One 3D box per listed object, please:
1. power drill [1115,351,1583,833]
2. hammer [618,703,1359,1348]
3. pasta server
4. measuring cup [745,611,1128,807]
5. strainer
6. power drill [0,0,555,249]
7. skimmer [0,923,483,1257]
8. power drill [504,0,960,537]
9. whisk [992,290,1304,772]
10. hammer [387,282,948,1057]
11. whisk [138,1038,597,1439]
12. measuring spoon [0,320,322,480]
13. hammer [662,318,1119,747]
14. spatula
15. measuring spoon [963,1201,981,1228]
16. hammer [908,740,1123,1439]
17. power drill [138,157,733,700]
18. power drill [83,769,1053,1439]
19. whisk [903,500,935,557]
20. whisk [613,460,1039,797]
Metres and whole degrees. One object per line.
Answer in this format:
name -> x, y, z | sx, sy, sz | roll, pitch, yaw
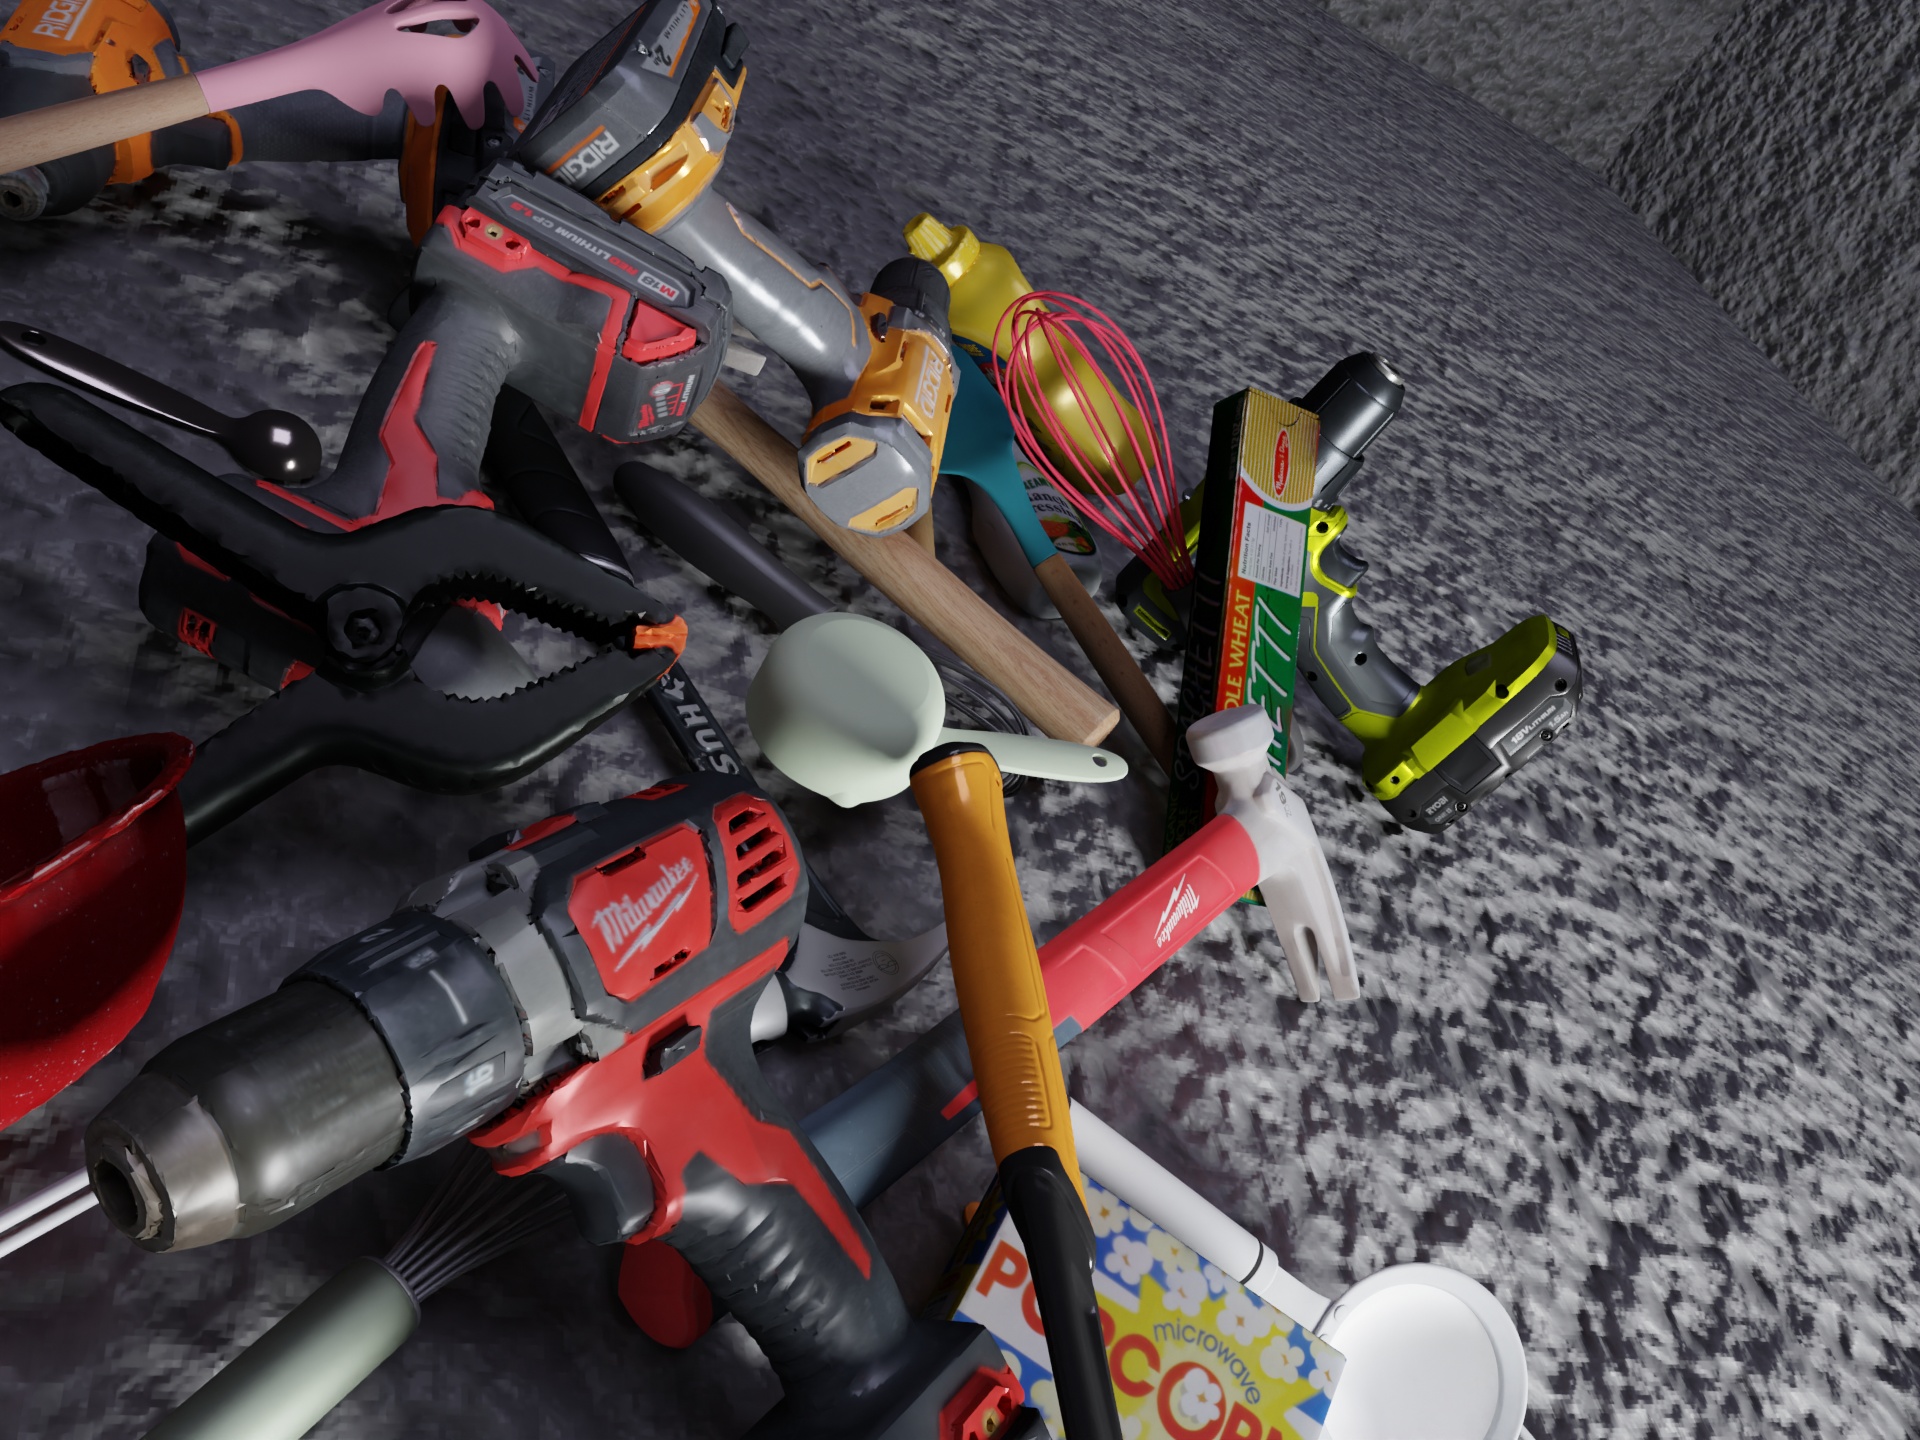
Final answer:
power drill -> 0.224, -0.067, 0.865 | 0.228, 0.190, 0.080 | 41, 27, -3
hammer -> 0.036, 0.120, 0.595 | 0.386, 0.038, 0.143 | -28, 99, -46
pasta server -> -0.313, -0.224, 0.602 | 0.316, 0.040, 0.060 | -26, 72, -21
measuring cup -> -0.001, -0.002, 0.639 | 0.167, 0.038, 0.083 | 9, 45, -20
strainer -> 0.109, 0.196, 0.563 | 0.258, 0.087, 0.050 | 39, -10, -11
power drill -> -0.296, -0.248, 0.684 | 0.226, 0.084, 0.164 | 6, 44, -16
skimmer -> -0.176, 0.125, 0.381 | 0.090, 0.127, 0.363 | 39, 25, 10
power drill -> -0.081, -0.215, 0.724 | 0.226, 0.084, 0.186 | 46, 34, -30
whisk -> 0.104, -0.087, 0.810 | 0.295, 0.073, 0.073 | 56, 29, -22
hammer -> -0.136, -0.047, 0.657 | 0.149, 0.036, 0.409 | -7, 54, -47
whisk -> -0.147, 0.146, 0.421 | 0.246, 0.059, 0.057 | -39, 109, -50
measuring spoon -> -0.308, -0.129, 0.614 | 0.124, 0.018, 0.034 | 23, 37, -18
hammer -> -0.057, -0.099, 0.759 | 0.331, 0.031, 0.130 | 41, 41, 11
spatula -> 0.055, -0.056, 0.801 | 0.082, 0.044, 0.317 | -32, 87, -23
measuring spoon -> 0.041, 0.211, 0.542 | 0.117, 0.011, 0.021 | 45, 39, 16
hammer -> 0.025, 0.127, 0.463 | 0.127, 0.034, 0.337 | 57, 13, -38
power drill -> -0.176, -0.090, 0.587 | 0.143, 0.078, 0.220 | 28, 59, -7
power drill -> -0.079, 0.137, 0.382 | 0.188, 0.080, 0.226 | -27, 95, -53
whisk -> -0.030, -0.154, 0.867 | 0.051, 0.047, 0.245 | 21, 41, -25
whisk -> -0.062, -0.043, 0.712 | 0.239, 0.055, 0.055 | 38, 34, 8
